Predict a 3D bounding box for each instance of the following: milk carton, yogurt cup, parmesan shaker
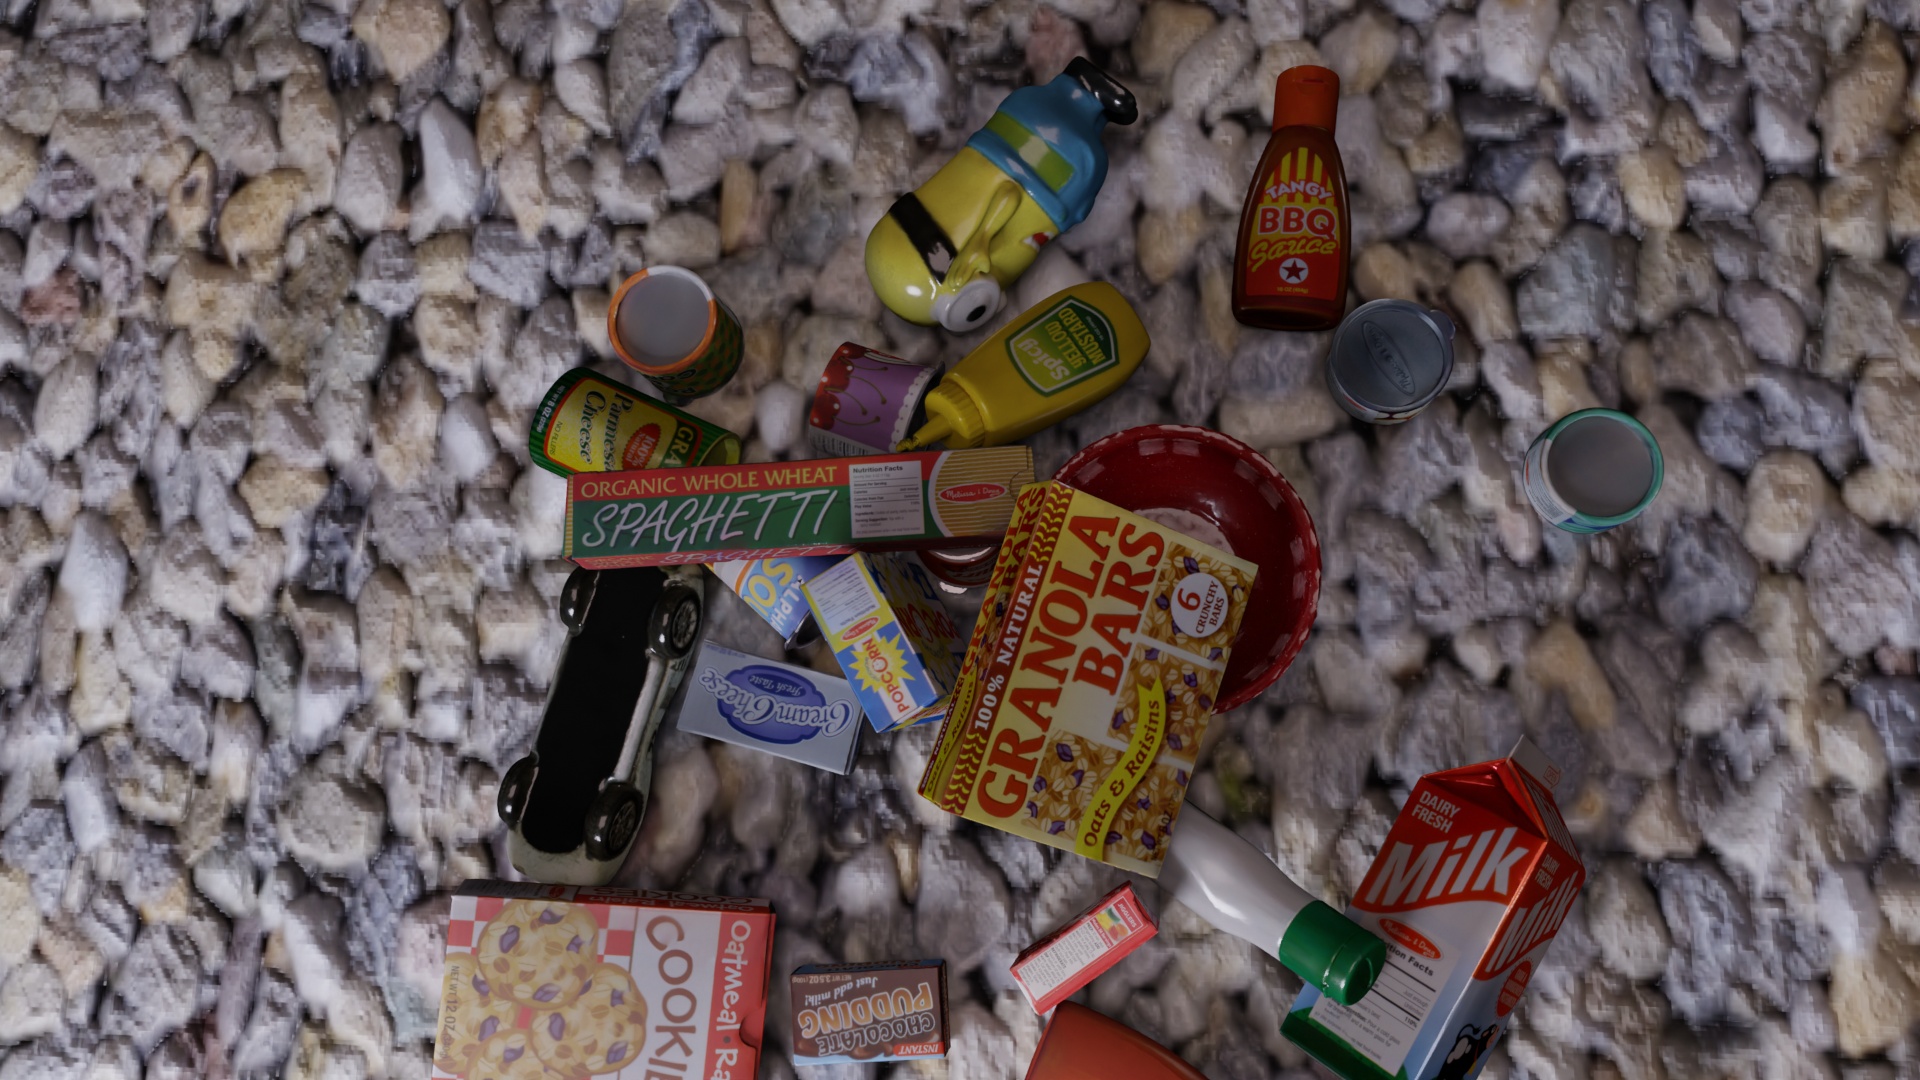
[{"bbox_3d":[0.249,0.190,0.702,0.073,0.072,0.190,26,84,45],"label":"milk carton"},{"bbox_3d":[0.003,-0.010,0.784,0.072,0.054,0.072,-1,80,6],"label":"yogurt cup"},{"bbox_3d":[-0.190,-0.049,0.806,0.103,0.071,0.071,24,84,10],"label":"parmesan shaker"}]

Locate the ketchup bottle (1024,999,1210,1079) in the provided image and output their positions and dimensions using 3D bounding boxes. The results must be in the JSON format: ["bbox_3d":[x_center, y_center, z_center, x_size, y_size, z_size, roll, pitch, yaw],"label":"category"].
[{"bbox_3d":[0.108,0.300,0.726,0.149,0.043,0.065,23,85,9],"label":"ketchup bottle"}]

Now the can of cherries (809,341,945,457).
[{"bbox_3d":[-0.047,-0.077,0.795,0.058,0.071,0.071,19,83,10],"label":"can of cherries"}]

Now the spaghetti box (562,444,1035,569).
[{"bbox_3d":[-0.085,-0.017,0.742,0.250,0.028,0.050,-3,75,1],"label":"spaghetti box"}]

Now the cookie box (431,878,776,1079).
[{"bbox_3d":[-0.189,0.251,0.741,0.168,0.040,0.123,6,88,-9],"label":"cookie box"}]

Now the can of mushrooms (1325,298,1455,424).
[{"bbox_3d":[0.243,-0.101,0.784,0.071,0.033,0.071,-1,80,7],"label":"can of mushrooms"}]

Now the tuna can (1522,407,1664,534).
[{"bbox_3d":[0.349,-0.039,0.762,0.071,0.033,0.071,-1,81,7],"label":"tuna can"}]

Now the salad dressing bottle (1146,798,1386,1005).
[{"bbox_3d":[0.144,0.179,0.707,0.044,0.064,0.148,-42,46,-20],"label":"salad dressing bottle"}]

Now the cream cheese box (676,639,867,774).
[{"bbox_3d":[-0.105,0.095,0.793,0.104,0.024,0.053,14,83,8],"label":"cream cheese box"}]

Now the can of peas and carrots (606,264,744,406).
[{"bbox_3d":[-0.168,-0.120,0.819,0.071,0.058,0.071,-1,80,7],"label":"can of peas and carrots"}]

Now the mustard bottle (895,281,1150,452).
[{"bbox_3d":[0.031,-0.087,0.771,0.161,0.048,0.065,-33,82,-23],"label":"mustard bottle"}]

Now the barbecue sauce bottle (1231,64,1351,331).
[{"bbox_3d":[0.194,-0.197,0.800,0.065,0.043,0.148,6,81,10],"label":"barbecue sauce bottle"}]

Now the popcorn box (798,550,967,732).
[{"bbox_3d":[-0.032,0.054,0.740,0.038,0.126,0.085,-31,79,9],"label":"popcorn box"}]

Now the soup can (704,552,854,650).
[{"bbox_3d":[-0.102,0.011,0.784,0.084,0.071,0.071,41,87,11],"label":"soup can"}]

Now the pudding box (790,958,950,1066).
[{"bbox_3d":[-0.049,0.257,0.757,0.084,0.030,0.050,-4,81,6],"label":"pudding box"}]

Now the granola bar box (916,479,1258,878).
[{"bbox_3d":[0.064,0.068,0.691,0.124,0.039,0.165,22,83,-19],"label":"granola bar box"}]
